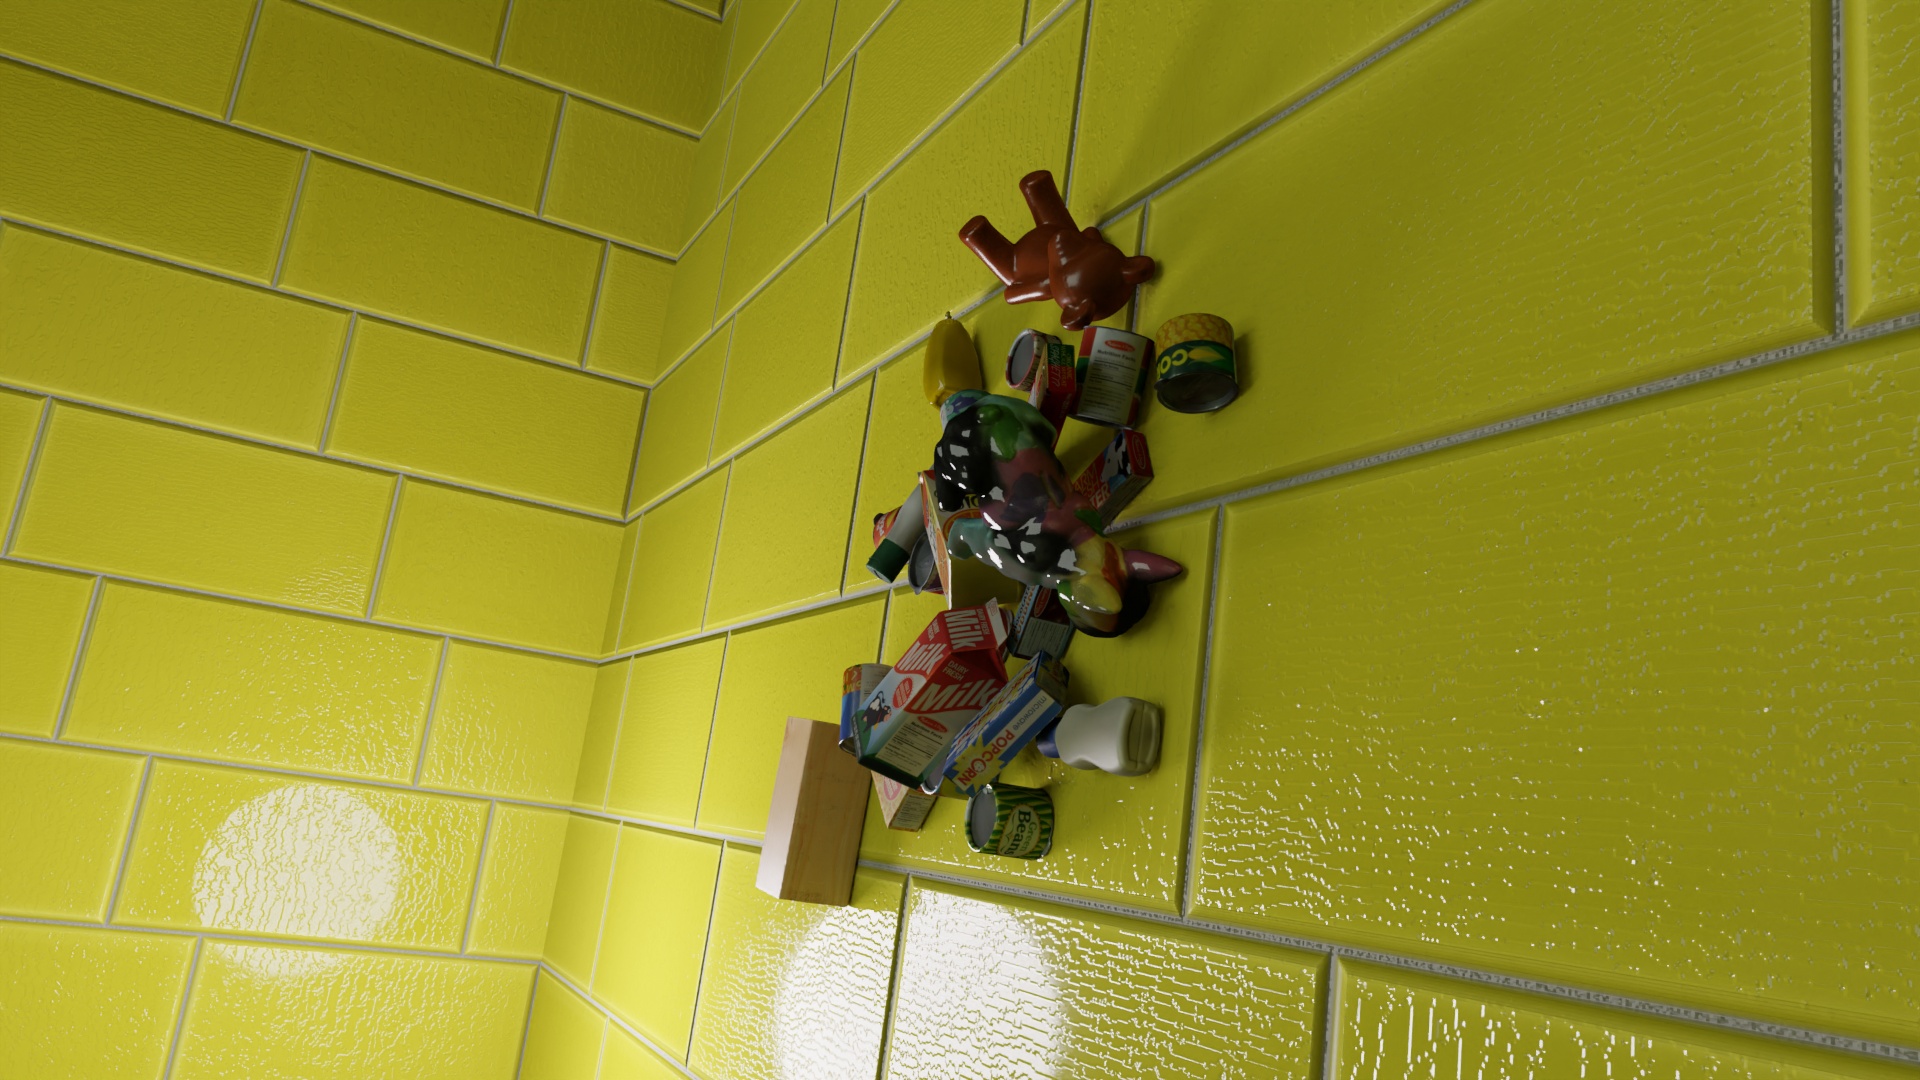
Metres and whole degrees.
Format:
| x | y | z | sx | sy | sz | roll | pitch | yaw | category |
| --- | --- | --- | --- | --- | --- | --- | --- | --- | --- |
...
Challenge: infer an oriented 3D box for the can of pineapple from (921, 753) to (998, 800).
| x | y | z | sx | sy | sz | roll | pitch | yaw | category |
| --- | --- | --- | --- | --- | --- | --- | --- | --- | --- |
| -0.001 | 0.222 | 1.379 | 0.070 | 0.058 | 0.071 | -41 | 42 | 51 | can of pineapple |

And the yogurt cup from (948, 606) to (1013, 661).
| x | y | z | sx | sy | sz | roll | pitch | yaw | category |
| --- | --- | --- | --- | --- | --- | --- | --- | --- | --- |
| 0.014 | 0.097 | 1.418 | 0.072 | 0.054 | 0.072 | -41 | 42 | 53 | yogurt cup |

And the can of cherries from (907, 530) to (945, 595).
| x | y | z | sx | sy | sz | roll | pitch | yaw | category |
| --- | --- | --- | --- | --- | --- | --- | --- | --- | --- |
| -0.018 | 0.030 | 1.516 | 0.071 | 0.058 | 0.072 | -39 | 44 | 52 | can of cherries |

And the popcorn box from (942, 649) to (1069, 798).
| x | y | z | sx | sy | sz | roll | pitch | yaw | category |
| --- | --- | --- | --- | --- | --- | --- | --- | --- | --- |
| 0.043 | 0.165 | 1.258 | 0.126 | 0.038 | 0.085 | -47 | 5 | 16 | popcorn box |

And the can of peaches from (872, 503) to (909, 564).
| x | y | z | sx | sy | sz | roll | pitch | yaw | category |
| --- | --- | --- | --- | --- | --- | --- | --- | --- | --- |
| -0.062 | -0.010 | 1.617 | 0.058 | 0.071 | 0.071 | -23 | 57 | 59 | can of peaches |

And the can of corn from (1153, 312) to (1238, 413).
| x | y | z | sx | sy | sz | roll | pitch | yaw | category |
| --- | --- | --- | --- | --- | --- | --- | --- | --- | --- |
| 0.192 | -0.146 | 1.146 | 0.071 | 0.071 | 0.058 | -39 | 43 | 53 | can of corn |

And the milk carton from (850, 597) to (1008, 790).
| x | y | z | sx | sy | sz | roll | pitch | yaw | category |
| --- | --- | --- | --- | --- | --- | --- | --- | --- | --- |
| -0.019 | 0.140 | 1.329 | 0.190 | 0.073 | 0.072 | -51 | 26 | 19 | milk carton |

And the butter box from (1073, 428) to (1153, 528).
| x | y | z | sx | sy | sz | roll | pitch | yaw | category |
| --- | --- | --- | --- | --- | --- | --- | --- | --- | --- |
| 0.135 | -0.051 | 1.273 | 0.103 | 0.024 | 0.053 | -50 | 36 | 45 | butter box |

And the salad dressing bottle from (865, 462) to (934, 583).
| x | y | z | sx | sy | sz | roll | pitch | yaw | category |
| --- | --- | --- | --- | --- | --- | --- | --- | --- | --- |
| -0.050 | -0.020 | 1.557 | 0.148 | 0.044 | 0.064 | -55 | -19 | -13 | salad dressing bottle |

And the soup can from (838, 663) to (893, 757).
| x | y | z | sx | sy | sz | roll | pitch | yaw | category |
| --- | --- | --- | --- | --- | --- | --- | --- | --- | --- |
| -0.097 | 0.183 | 1.494 | 0.071 | 0.071 | 0.084 | -42 | 40 | 51 | soup can |

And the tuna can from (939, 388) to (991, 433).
| x | y | z | sx | sy | sz | roll | pitch | yaw | category |
| --- | --- | --- | --- | --- | --- | --- | --- | --- | --- |
| 0.014 | -0.133 | 1.528 | 0.070 | 0.071 | 0.033 | -53 | 34 | 41 | tuna can |

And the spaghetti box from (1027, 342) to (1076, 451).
| x | y | z | sx | sy | sz | roll | pitch | yaw | category |
| --- | --- | --- | --- | --- | --- | --- | --- | --- | --- |
| 0.073 | -0.100 | 1.324 | 0.249 | 0.029 | 0.050 | 105 | 167 | -64 | spaghetti box |

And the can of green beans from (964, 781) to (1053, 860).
| x | y | z | sx | sy | sz | roll | pitch | yaw | category |
| --- | --- | --- | --- | --- | --- | --- | --- | --- | --- |
| 0.044 | 0.255 | 1.267 | 0.071 | 0.058 | 0.071 | -41 | 43 | 52 | can of green beans |

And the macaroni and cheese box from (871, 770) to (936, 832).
| x | y | z | sx | sy | sz | roll | pitch | yaw | category |
| --- | --- | --- | --- | --- | --- | --- | --- | --- | --- |
| -0.044 | 0.211 | 1.498 | 0.165 | 0.040 | 0.124 | -64 | 28 | 25 | macaroni and cheese box |

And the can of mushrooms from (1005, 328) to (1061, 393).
| x | y | z | sx | sy | sz | roll | pitch | yaw | category |
| --- | --- | --- | --- | --- | --- | --- | --- | --- | --- |
| 0.077 | -0.186 | 1.457 | 0.070 | 0.033 | 0.071 | -41 | 42 | 51 | can of mushrooms |

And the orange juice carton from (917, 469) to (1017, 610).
| x | y | z | sx | sy | sz | roll | pitch | yaw | category |
| --- | --- | --- | --- | --- | --- | --- | --- | --- | --- |
| 0.005 | -0.018 | 1.447 | 0.193 | 0.072 | 0.072 | -107 | 13 | -50 | orange juice carton |

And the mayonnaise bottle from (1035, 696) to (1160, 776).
| x | y | z | sx | sy | sz | roll | pitch | yaw | category |
| --- | --- | --- | --- | --- | --- | --- | --- | --- | --- |
| 0.114 | 0.168 | 1.185 | 0.148 | 0.041 | 0.065 | -18 | 60 | 64 | mayonnaise bottle |

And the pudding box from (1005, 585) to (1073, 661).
| x | y | z | sx | sy | sz | roll | pitch | yaw | category |
| --- | --- | --- | --- | --- | --- | --- | --- | --- | --- |
| 0.080 | 0.071 | 1.294 | 0.030 | 0.050 | 0.083 | -125 | 52 | -65 | pudding box |

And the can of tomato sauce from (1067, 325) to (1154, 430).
| x | y | z | sx | sy | sz | roll | pitch | yaw | category |
| --- | --- | --- | --- | --- | --- | --- | --- | --- | --- |
| 0.136 | -0.148 | 1.273 | 0.071 | 0.071 | 0.083 | 13 | 90 | 66 | can of tomato sauce |

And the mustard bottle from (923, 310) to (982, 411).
| x | y | z | sx | sy | sz | roll | pitch | yaw | category |
| --- | --- | --- | --- | --- | --- | --- | --- | --- | --- |
| -0.011 | -0.214 | 1.628 | 0.048 | 0.065 | 0.161 | -49 | 30 | 37 | mustard bottle |
